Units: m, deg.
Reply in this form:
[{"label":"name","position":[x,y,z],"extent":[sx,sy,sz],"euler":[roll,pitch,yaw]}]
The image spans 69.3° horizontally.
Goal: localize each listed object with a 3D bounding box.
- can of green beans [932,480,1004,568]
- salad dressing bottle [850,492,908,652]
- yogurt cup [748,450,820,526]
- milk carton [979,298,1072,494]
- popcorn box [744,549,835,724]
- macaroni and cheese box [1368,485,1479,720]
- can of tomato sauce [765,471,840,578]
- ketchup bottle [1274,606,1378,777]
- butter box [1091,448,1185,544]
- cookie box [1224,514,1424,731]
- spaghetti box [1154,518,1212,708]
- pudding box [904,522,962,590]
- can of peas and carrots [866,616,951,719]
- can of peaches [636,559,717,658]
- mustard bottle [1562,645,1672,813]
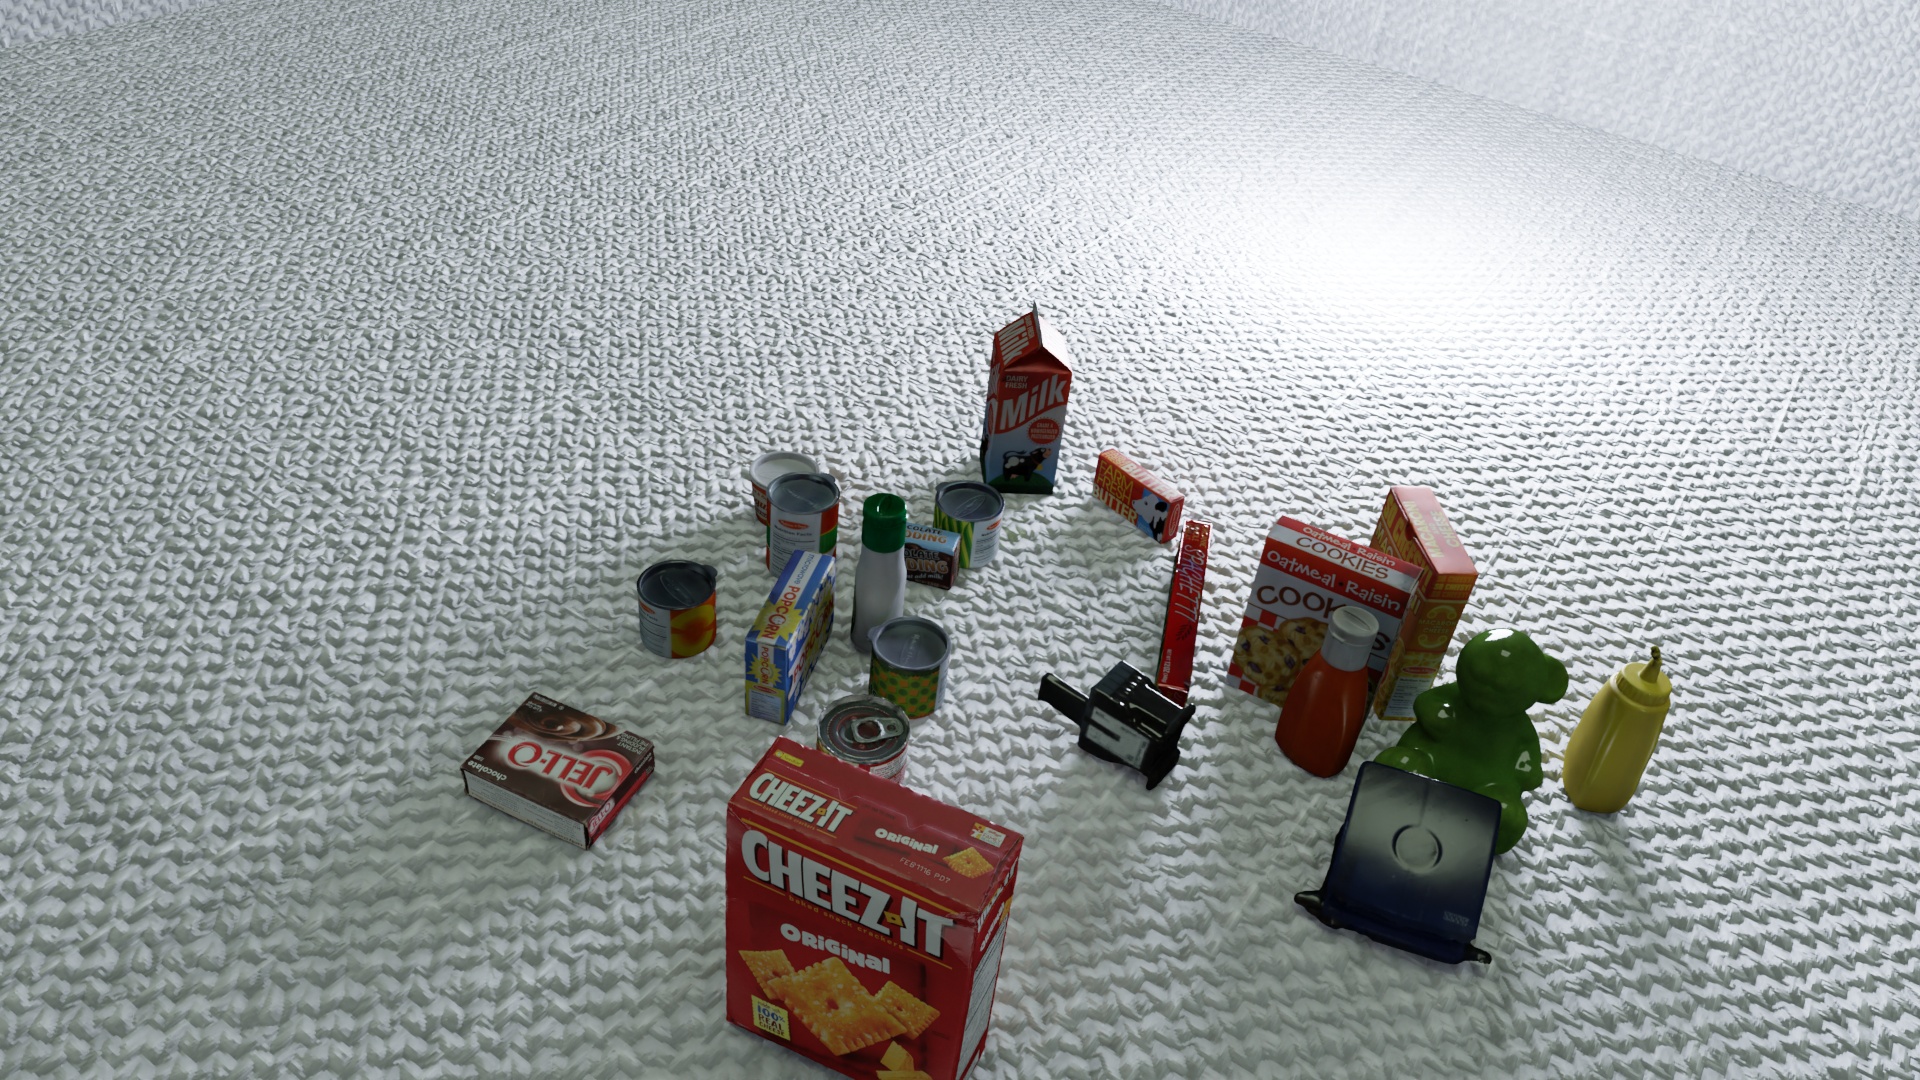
[{"label":"can of green beans","position":[0.006,-0.015,1.325],"extent":[0.071,0.057,0.071],"euler":[4,37,-3]},{"label":"salad dressing bottle","position":[-0.068,0.028,1.183],"extent":[0.044,0.146,0.064],"euler":[12,37,6]},{"label":"yogurt cup","position":[-0.170,-0.047,1.341],"extent":[0.072,0.053,0.073],"euler":[4,37,-3]},{"label":"milk carton","position":[0.066,-0.142,1.391],"extent":[0.073,0.189,0.073],"euler":[2,37,-7]},{"label":"popcorn box","position":[-0.141,0.078,1.157],"extent":[0.038,0.084,0.127],"euler":[13,38,7]},{"label":"macaroni and cheese box","position":[0.384,0.055,1.204],"extent":[0.040,0.165,0.124],"euler":[2,37,-6]},{"label":"can of tomato sauce","position":[-0.145,-0.012,1.276],"extent":[0.071,0.082,0.071],"euler":[4,37,-3]},{"label":"ketchup bottle","position":[0.299,0.120,1.119],"extent":[0.044,0.148,0.065],"euler":[-23,46,-33]},{"label":"butter box","position":[0.177,-0.046,1.395],"extent":[0.024,0.052,0.104],"euler":[-23,46,-34]},{"label":"cookie box","position":[0.302,0.073,1.166],"extent":[0.123,0.166,0.040],"euler":[23,40,20]},{"label":"spaghetti box","position":[0.200,0.069,1.251],"extent":[0.029,0.049,0.251],"euler":[12,38,7]},{"label":"pudding box","position":[-0.043,0.011,1.289],"extent":[0.084,0.049,0.030],"euler":[13,38,8]},{"label":"can of peas and carrots","position":[-0.045,0.106,1.157],"extent":[0.071,0.058,0.071],"euler":[4,37,-3]},{"label":"can of peaches","position":[-0.240,0.058,1.190],"extent":[0.071,0.057,0.071],"euler":[4,37,-3]},{"label":"mustard bottle","position":[0.531,0.147,1.112],"extent":[0.049,0.159,0.066],"euler":[8,37,2]}]
